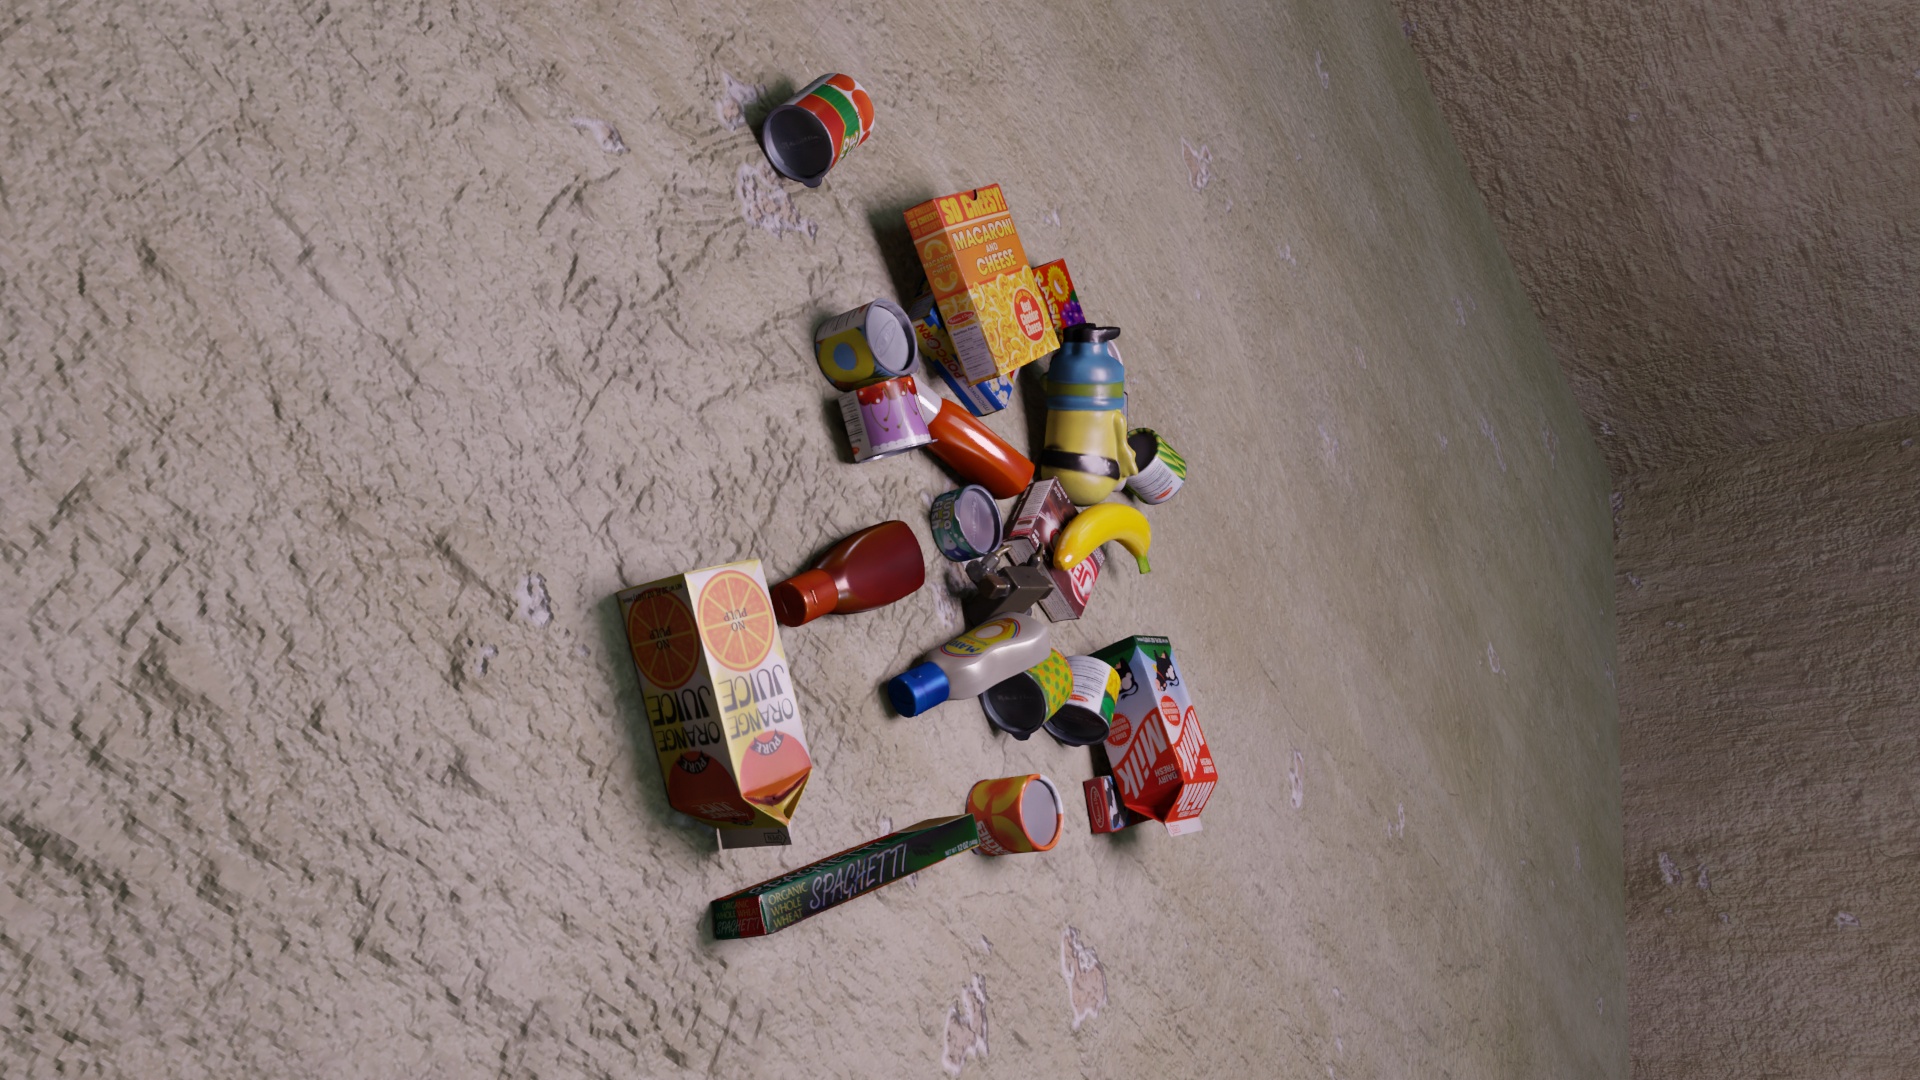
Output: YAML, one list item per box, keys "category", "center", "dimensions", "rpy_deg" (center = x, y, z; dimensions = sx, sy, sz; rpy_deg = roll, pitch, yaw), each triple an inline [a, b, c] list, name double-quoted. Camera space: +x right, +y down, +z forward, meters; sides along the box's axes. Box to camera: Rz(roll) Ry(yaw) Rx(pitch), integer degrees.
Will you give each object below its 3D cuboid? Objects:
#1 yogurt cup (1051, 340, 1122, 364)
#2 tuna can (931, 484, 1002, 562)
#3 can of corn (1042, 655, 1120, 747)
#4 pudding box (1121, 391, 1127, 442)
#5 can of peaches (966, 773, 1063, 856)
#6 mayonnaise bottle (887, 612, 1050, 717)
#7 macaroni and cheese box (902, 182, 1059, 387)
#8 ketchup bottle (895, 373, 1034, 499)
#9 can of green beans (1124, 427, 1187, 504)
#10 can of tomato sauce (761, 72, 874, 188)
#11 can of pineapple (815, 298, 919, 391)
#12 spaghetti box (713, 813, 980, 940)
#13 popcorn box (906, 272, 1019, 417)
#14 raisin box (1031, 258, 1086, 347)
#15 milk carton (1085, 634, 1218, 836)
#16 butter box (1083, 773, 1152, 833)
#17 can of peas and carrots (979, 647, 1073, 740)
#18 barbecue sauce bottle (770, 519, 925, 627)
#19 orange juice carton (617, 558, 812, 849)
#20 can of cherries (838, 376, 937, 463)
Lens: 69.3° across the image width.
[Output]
- category: "yogurt cup"
  center: [0.131, -0.178, 1.454]
  dimensions: [0.072, 0.054, 0.072]
  rpy_deg: [23, 61, -48]
- category: "tuna can"
  center: [0.004, -0.016, 1.243]
  dimensions: [0.071, 0.032, 0.071]
  rpy_deg: [23, 60, -48]
- category: "can of corn"
  center: [0.113, 0.151, 1.305]
  dimensions: [0.071, 0.071, 0.058]
  rpy_deg: [49, 43, -32]
- category: "pudding box"
  center: [0.155, -0.128, 1.489]
  dimensions: [0.049, 0.030, 0.084]
  rpy_deg: [29, 56, -47]
- category: "can of peaches"
  center: [0.046, 0.237, 1.189]
  dimensions: [0.071, 0.058, 0.071]
  rpy_deg: [24, 59, -48]
- category: "mayonnaise bottle"
  center: [0.006, 0.104, 1.167]
  dimensions: [0.149, 0.065, 0.041]
  rpy_deg: [-23, 116, -38]
- category: "macaroni and cheese box"
  center: [0.022, -0.237, 1.272]
  dimensions: [0.124, 0.040, 0.166]
  rpy_deg: [-33, 105, -54]
- category: "ketchup bottle"
  center: [-0.004, -0.092, 1.238]
  dimensions: [0.148, 0.064, 0.044]
  rpy_deg: [37, 67, -30]
- category: "can of green beans"
  center: [0.202, -0.081, 1.505]
  dimensions: [0.057, 0.071, 0.071]
  rpy_deg: [37, 50, -40]
- category: "can of tomato sauce"
  center: [-0.117, -0.346, 1.167]
  dimensions: [0.071, 0.071, 0.083]
  rpy_deg: [59, 38, -22]
- category: "can of pineapple"
  center: [-0.078, -0.161, 1.162]
  dimensions: [0.071, 0.057, 0.071]
  rpy_deg: [22, 61, -48]
- category: "spaghetti box"
  center: [-0.077, 0.245, 1.027]
  dimensions: [0.251, 0.050, 0.028]
  rpy_deg: [-6, 82, -54]
- category: "popcorn box"
  center: [0.005, -0.189, 1.302]
  dimensions: [0.126, 0.038, 0.085]
  rpy_deg: [49, 44, -32]
- category: "raisin box"
  center: [0.076, -0.232, 1.412]
  dimensions: [0.124, 0.040, 0.086]
  rpy_deg: [-33, 104, -52]
- category: "milk carton"
  center: [0.188, 0.192, 1.350]
  dimensions: [0.072, 0.073, 0.191]
  rpy_deg: [8, 59, -53]
- category: "butter box"
  center: [0.162, 0.254, 1.367]
  dimensions: [0.103, 0.024, 0.053]
  rpy_deg: [2, 75, -53]
- category: "can of peas and carrots"
  center: [0.061, 0.134, 1.239]
  dimensions: [0.059, 0.071, 0.071]
  rpy_deg: [-32, 105, -54]
- category: "barbecue sauce bottle"
  center: [-0.088, 0.030, 1.095]
  dimensions: [0.149, 0.043, 0.065]
  rpy_deg: [-24, 98, -53]
- category: "orange juice carton"
  center: [-0.161, 0.115, 0.941]
  dimensions: [0.073, 0.071, 0.192]
  rpy_deg: [-13, 89, -54]
- category: "can of cherries"
  center: [-0.060, -0.101, 1.155]
  dimensions: [0.072, 0.071, 0.058]
  rpy_deg: [-17, 91, -54]
